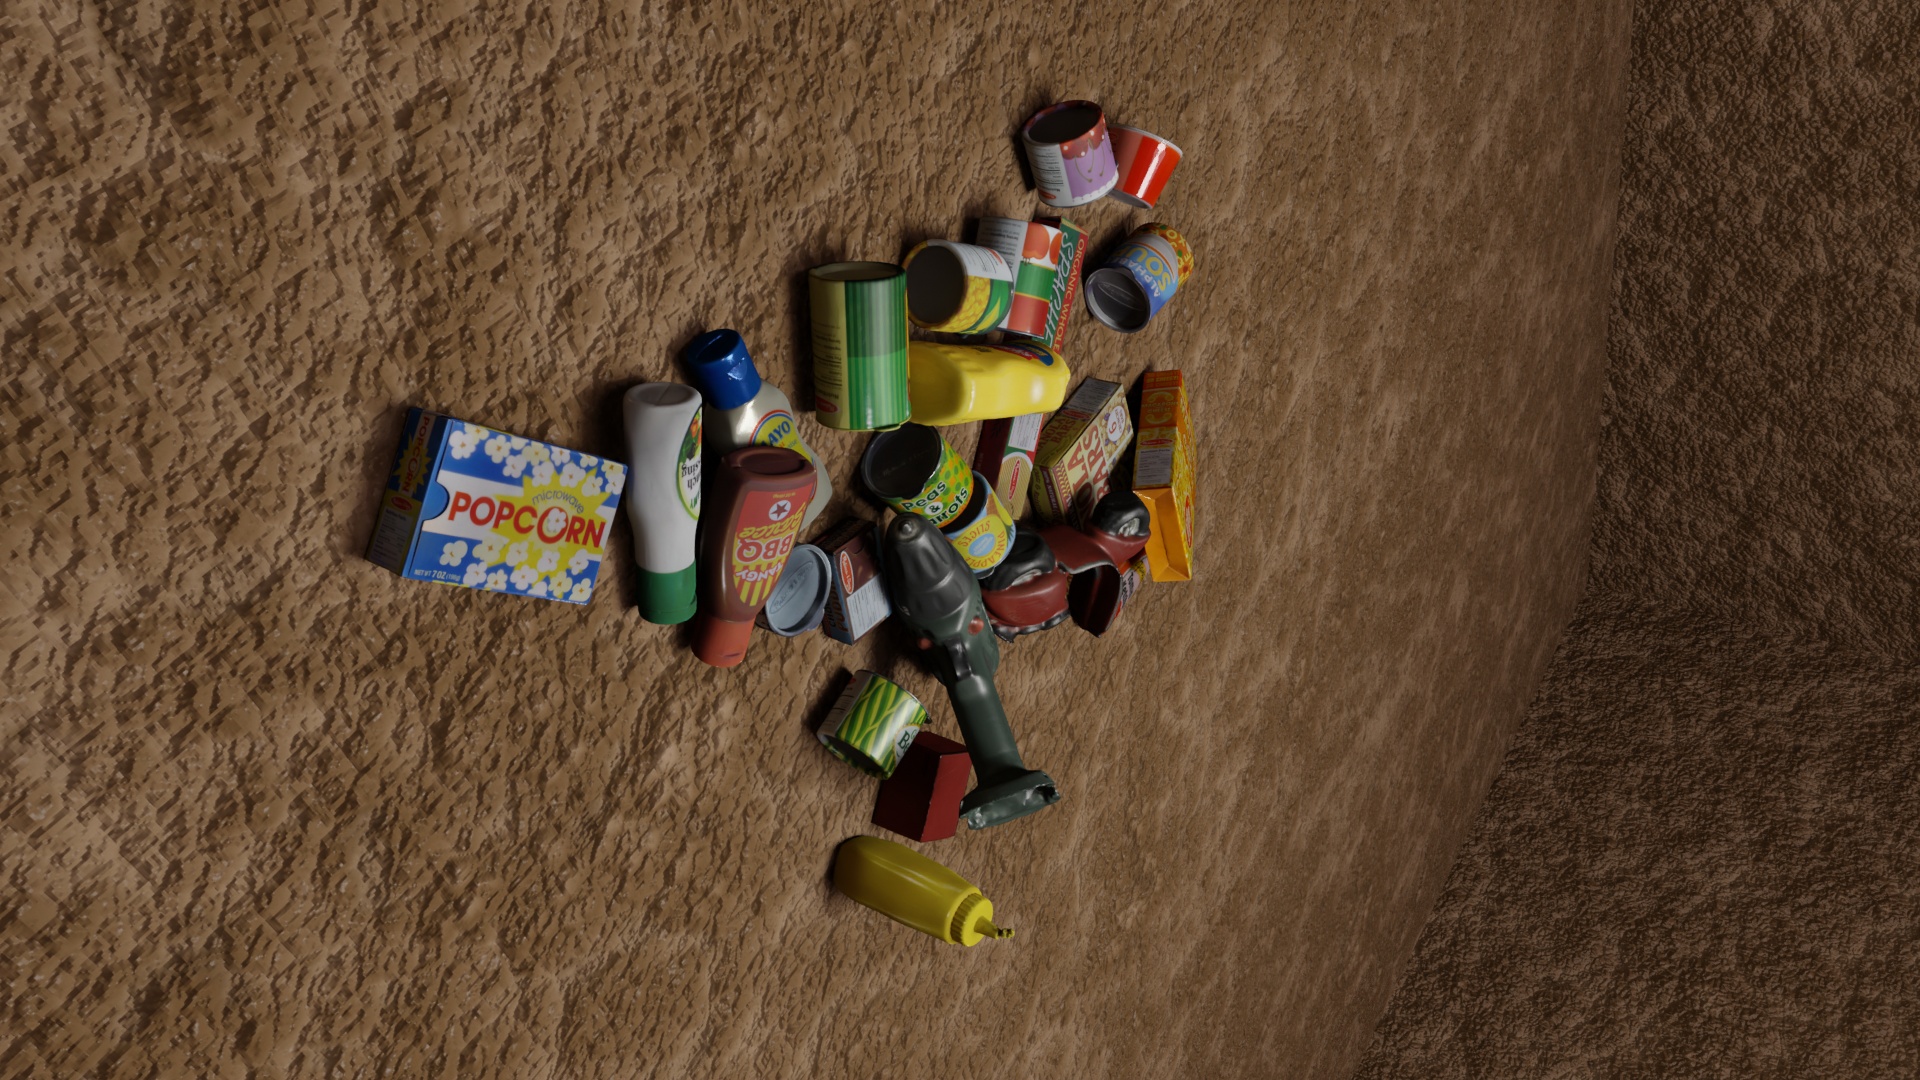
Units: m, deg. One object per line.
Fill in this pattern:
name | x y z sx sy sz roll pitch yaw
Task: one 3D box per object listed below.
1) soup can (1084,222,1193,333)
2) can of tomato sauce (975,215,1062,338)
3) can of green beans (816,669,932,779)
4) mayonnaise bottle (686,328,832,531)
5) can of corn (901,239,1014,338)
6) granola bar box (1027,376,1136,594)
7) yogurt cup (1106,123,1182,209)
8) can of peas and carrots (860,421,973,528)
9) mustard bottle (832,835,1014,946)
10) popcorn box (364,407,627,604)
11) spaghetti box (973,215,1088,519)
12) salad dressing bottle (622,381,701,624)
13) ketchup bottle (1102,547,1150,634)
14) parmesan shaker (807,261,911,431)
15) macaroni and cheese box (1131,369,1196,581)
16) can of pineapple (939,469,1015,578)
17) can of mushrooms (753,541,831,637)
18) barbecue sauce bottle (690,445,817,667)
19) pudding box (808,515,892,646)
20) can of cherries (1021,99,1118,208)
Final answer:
soup can | 0.159 -0.235 1.228 0.084 0.071 0.071 -48 139 -34
can of tomato sauce | 0.040 -0.202 1.072 0.071 0.071 0.083 1 102 -55
can of green beans | -0.067 0.141 1.057 0.058 0.071 0.071 -57 143 -23
mayonnaise bottle | -0.132 -0.068 0.899 0.065 0.041 0.147 -48 139 -26
can of corn | -0.005 -0.183 1.016 0.058 0.071 0.071 -6 108 -54
granola bar box | 0.118 -0.047 1.272 0.125 0.039 0.164 -50 139 -31
yogurt cup | 0.148 -0.317 1.184 0.072 0.072 0.054 11 103 -56
can of peas and carrots | -0.030 -0.047 1.030 0.071 0.071 0.058 -64 146 -14
mustard bottle | -0.026 0.281 1.091 0.065 0.160 0.048 9 97 -55
popcorn box | -0.248 -0.016 0.756 0.127 0.038 0.085 16 91 -57
spaghetti box | 0.056 -0.142 1.152 0.050 0.029 0.249 8 97 -56
salad dressing bottle | -0.180 -0.021 0.843 0.064 0.044 0.147 -86 180 -63
ketchup bottle | 0.162 0.021 1.360 0.149 0.043 0.064 -50 151 -33
parmesan shaker | -0.066 -0.132 0.941 0.071 0.071 0.102 -28 125 -47
macaroni and cheese box | 0.197 -0.063 1.321 0.167 0.040 0.123 -77 157 -43
can of pineapple | 0.004 -0.014 1.094 0.071 0.071 0.057 -60 143 -20
can of mushrooms | -0.123 0.033 0.962 0.071 0.033 0.070 -27 124 -48
barbecue sauce bottle | -0.139 0.012 0.889 0.065 0.044 0.147 -9 130 -44
pudding box | -0.080 0.029 1.025 0.050 0.030 0.083 -38 133 -40
can of cherries | 0.088 -0.307 1.097 0.072 0.071 0.058 -52 140 -29
